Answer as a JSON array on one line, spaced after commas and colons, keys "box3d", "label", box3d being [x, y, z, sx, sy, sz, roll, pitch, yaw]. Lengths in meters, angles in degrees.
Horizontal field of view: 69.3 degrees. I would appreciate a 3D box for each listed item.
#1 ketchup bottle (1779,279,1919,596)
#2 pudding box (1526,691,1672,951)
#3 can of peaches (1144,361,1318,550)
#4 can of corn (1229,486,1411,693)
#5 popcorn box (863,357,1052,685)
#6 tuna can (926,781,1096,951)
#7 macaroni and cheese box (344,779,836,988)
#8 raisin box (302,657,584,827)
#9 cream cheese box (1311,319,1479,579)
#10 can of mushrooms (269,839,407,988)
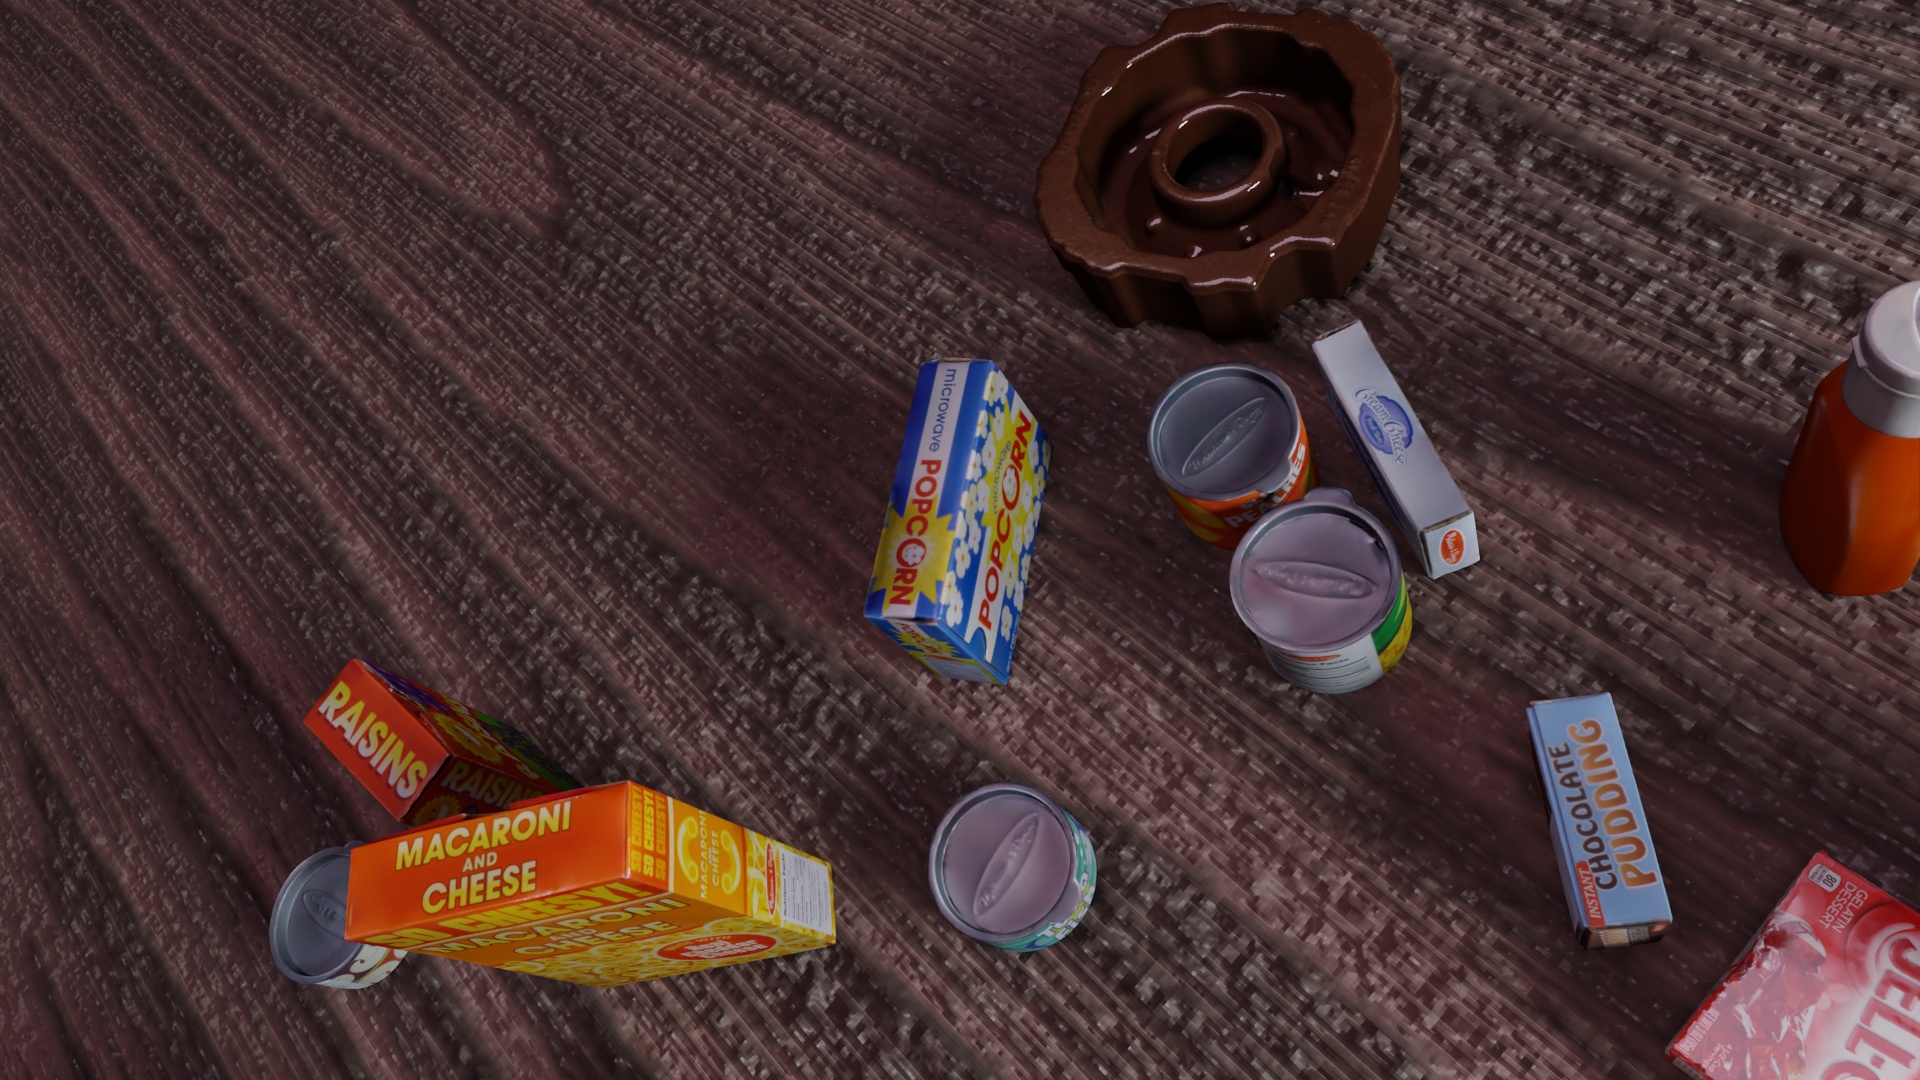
[{"box3d": [0.315, -0.034, 0.475, 0.043, 0.148, 0.065, -7, 65, 20], "label": "ketchup bottle"}, {"box3d": [0.230, 0.102, 0.505, 0.030, 0.049, 0.084, -13, 62, 17], "label": "pudding box"}, {"box3d": [0.122, -0.034, 0.609, 0.071, 0.058, 0.071, -9, 64, 19], "label": "can of peaches"}, {"box3d": [0.150, 0.022, 0.571, 0.071, 0.058, 0.071, -9, 64, 19], "label": "can of corn"}, {"box3d": [0.002, -0.008, 0.631, 0.038, 0.085, 0.127, 2, 68, 24], "label": "popcorn box"}, {"box3d": [0.024, 0.139, 0.583, 0.071, 0.032, 0.071, -9, 63, 19], "label": "tuna can"}, {"box3d": [-0.143, 0.146, 0.571, 0.123, 0.166, 0.040, -16, 62, 16], "label": "macaroni and cheese box"}, {"box3d": [-0.232, 0.108, 0.651, 0.086, 0.123, 0.040, 32, 82, 31], "label": "raisin box"}, {"box3d": [0.183, -0.038, 0.588, 0.024, 0.053, 0.104, -26, 59, 10], "label": "cream cheese box"}, {"box3d": [-0.307, 0.188, 0.698, 0.071, 0.033, 0.071, -9, 63, 19], "label": "can of mushrooms"}]
